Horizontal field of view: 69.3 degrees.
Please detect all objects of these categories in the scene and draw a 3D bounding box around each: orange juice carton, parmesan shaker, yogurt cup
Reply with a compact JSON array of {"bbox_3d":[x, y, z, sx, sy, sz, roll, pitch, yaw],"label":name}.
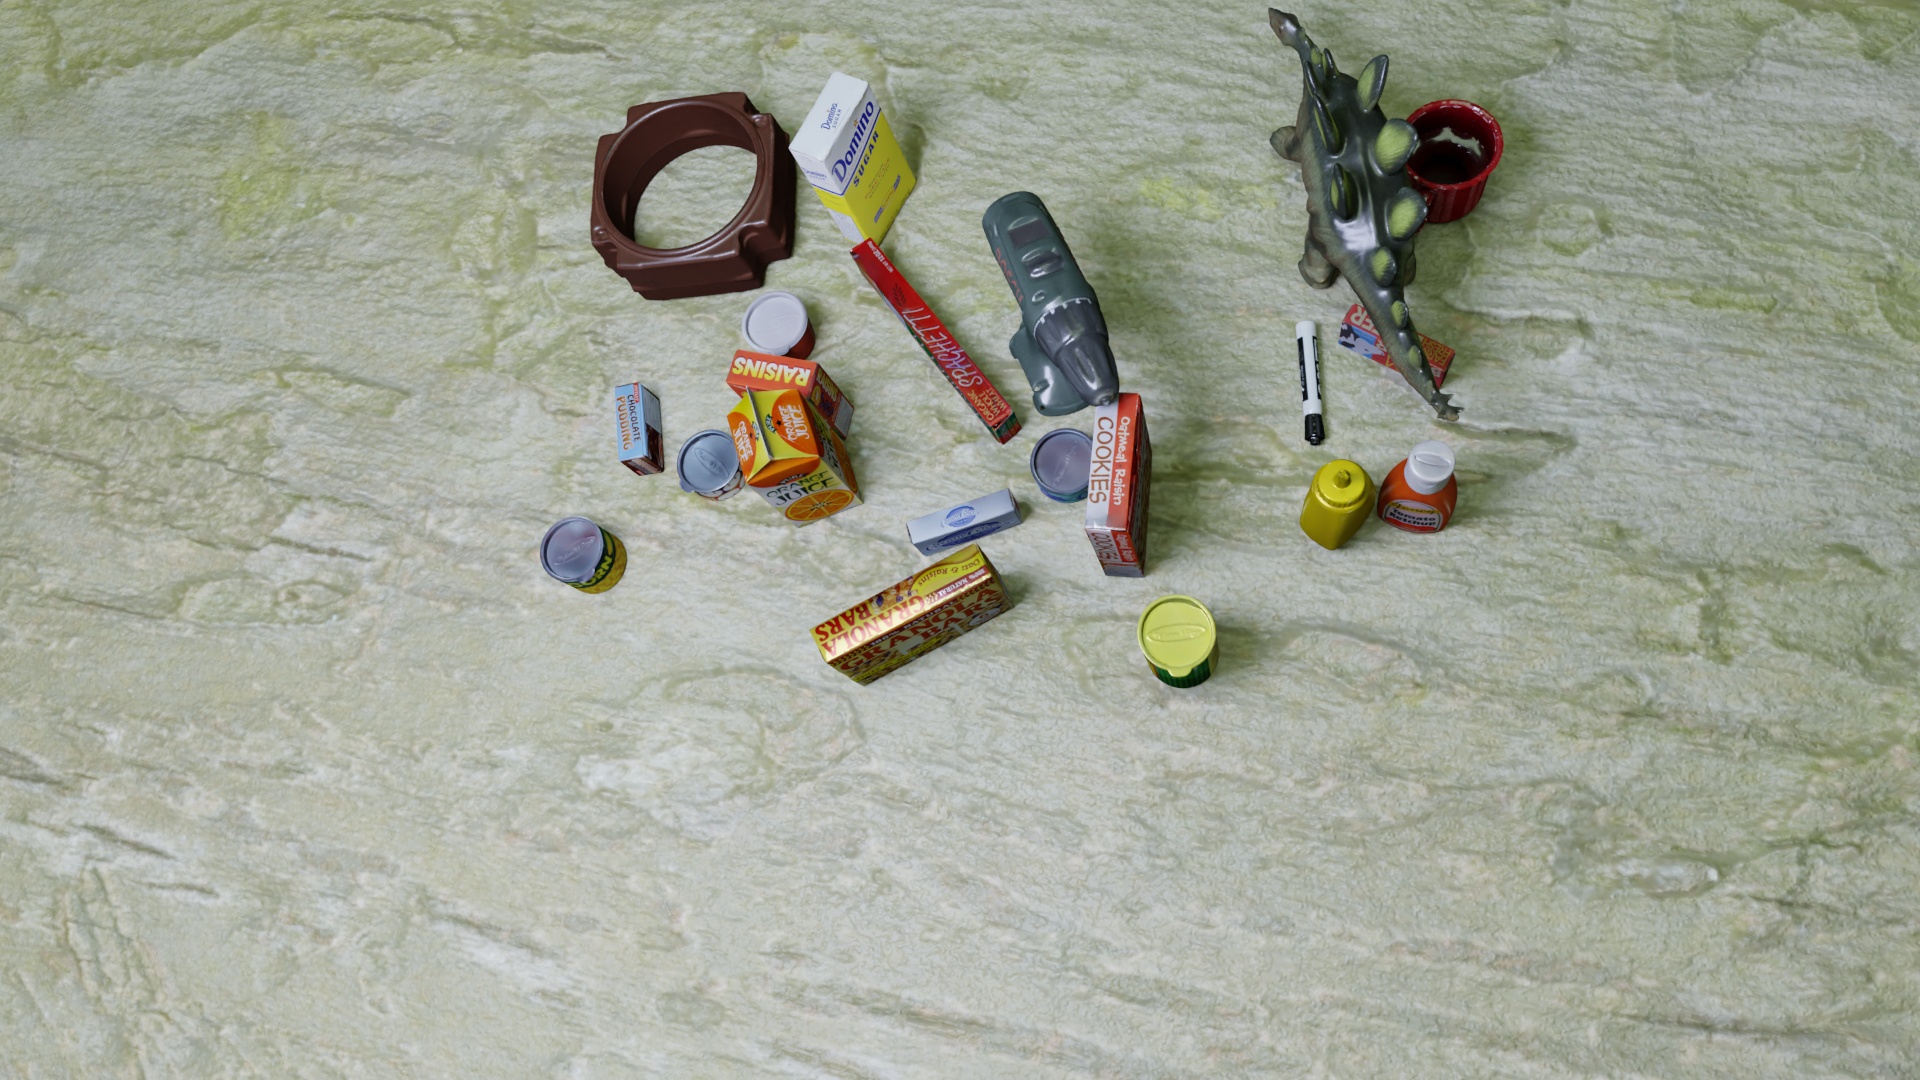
[{"bbox_3d":[-0.157,-0.080,1.288,0.073,0.192,0.072,-20,72,6],"label":"orange juice carton"},{"bbox_3d":[0.191,0.093,1.214,0.071,0.103,0.071,-3,74,11],"label":"parmesan shaker"},{"bbox_3d":[-0.180,-0.211,1.404,0.072,0.054,0.072,-3,74,11],"label":"yogurt cup"}]

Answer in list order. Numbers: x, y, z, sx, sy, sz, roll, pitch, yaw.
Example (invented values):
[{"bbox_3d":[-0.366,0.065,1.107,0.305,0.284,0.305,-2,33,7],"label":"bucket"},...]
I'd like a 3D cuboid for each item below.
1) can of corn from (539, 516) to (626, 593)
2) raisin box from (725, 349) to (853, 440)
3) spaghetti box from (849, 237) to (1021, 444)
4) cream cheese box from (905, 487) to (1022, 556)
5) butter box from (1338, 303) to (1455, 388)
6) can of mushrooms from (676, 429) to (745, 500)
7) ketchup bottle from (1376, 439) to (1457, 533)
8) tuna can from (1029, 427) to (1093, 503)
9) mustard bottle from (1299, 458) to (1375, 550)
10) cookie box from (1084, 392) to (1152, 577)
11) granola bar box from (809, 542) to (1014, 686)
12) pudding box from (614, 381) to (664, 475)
[{"bbox_3d":[-0.371,0.017,1.375,0.071,0.058,0.071,-3,74,11],"label":"can of corn"},{"bbox_3d":[-0.163,-0.139,1.343,0.086,0.123,0.040,12,78,15],"label":"raisin box"},{"bbox_3d":[-0.025,-0.198,1.370,0.029,0.050,0.250,-38,71,0],"label":"spaghetti box"},{"bbox_3d":[0.005,-0.016,1.310,0.104,0.053,0.024,-18,72,6],"label":"cream cheese box"},{"bbox_3d":[0.400,-0.177,1.275,0.103,0.053,0.024,30,83,18],"label":"butter box"},{"bbox_3d":[-0.249,-0.073,1.389,0.071,0.033,0.071,-3,74,11],"label":"can of mushrooms"},{"bbox_3d":[0.395,-0.047,1.188,0.065,0.148,0.043,14,78,15],"label":"ketchup bottle"},{"bbox_3d":[0.103,-0.070,1.316,0.071,0.032,0.071,-3,74,11],"label":"tuna can"},{"bbox_3d":[0.326,-0.038,1.193,0.049,0.160,0.065,41,86,19],"label":"mustard bottle"},{"bbox_3d":[0.143,-0.046,1.229,0.040,0.167,0.123,3,75,13],"label":"cookie box"},{"bbox_3d":[-0.040,0.070,1.257,0.165,0.124,0.039,-28,71,3],"label":"granola bar box"},{"bbox_3d":[-0.325,-0.113,1.408,0.030,0.049,0.084,-11,73,9],"label":"pudding box"}]
